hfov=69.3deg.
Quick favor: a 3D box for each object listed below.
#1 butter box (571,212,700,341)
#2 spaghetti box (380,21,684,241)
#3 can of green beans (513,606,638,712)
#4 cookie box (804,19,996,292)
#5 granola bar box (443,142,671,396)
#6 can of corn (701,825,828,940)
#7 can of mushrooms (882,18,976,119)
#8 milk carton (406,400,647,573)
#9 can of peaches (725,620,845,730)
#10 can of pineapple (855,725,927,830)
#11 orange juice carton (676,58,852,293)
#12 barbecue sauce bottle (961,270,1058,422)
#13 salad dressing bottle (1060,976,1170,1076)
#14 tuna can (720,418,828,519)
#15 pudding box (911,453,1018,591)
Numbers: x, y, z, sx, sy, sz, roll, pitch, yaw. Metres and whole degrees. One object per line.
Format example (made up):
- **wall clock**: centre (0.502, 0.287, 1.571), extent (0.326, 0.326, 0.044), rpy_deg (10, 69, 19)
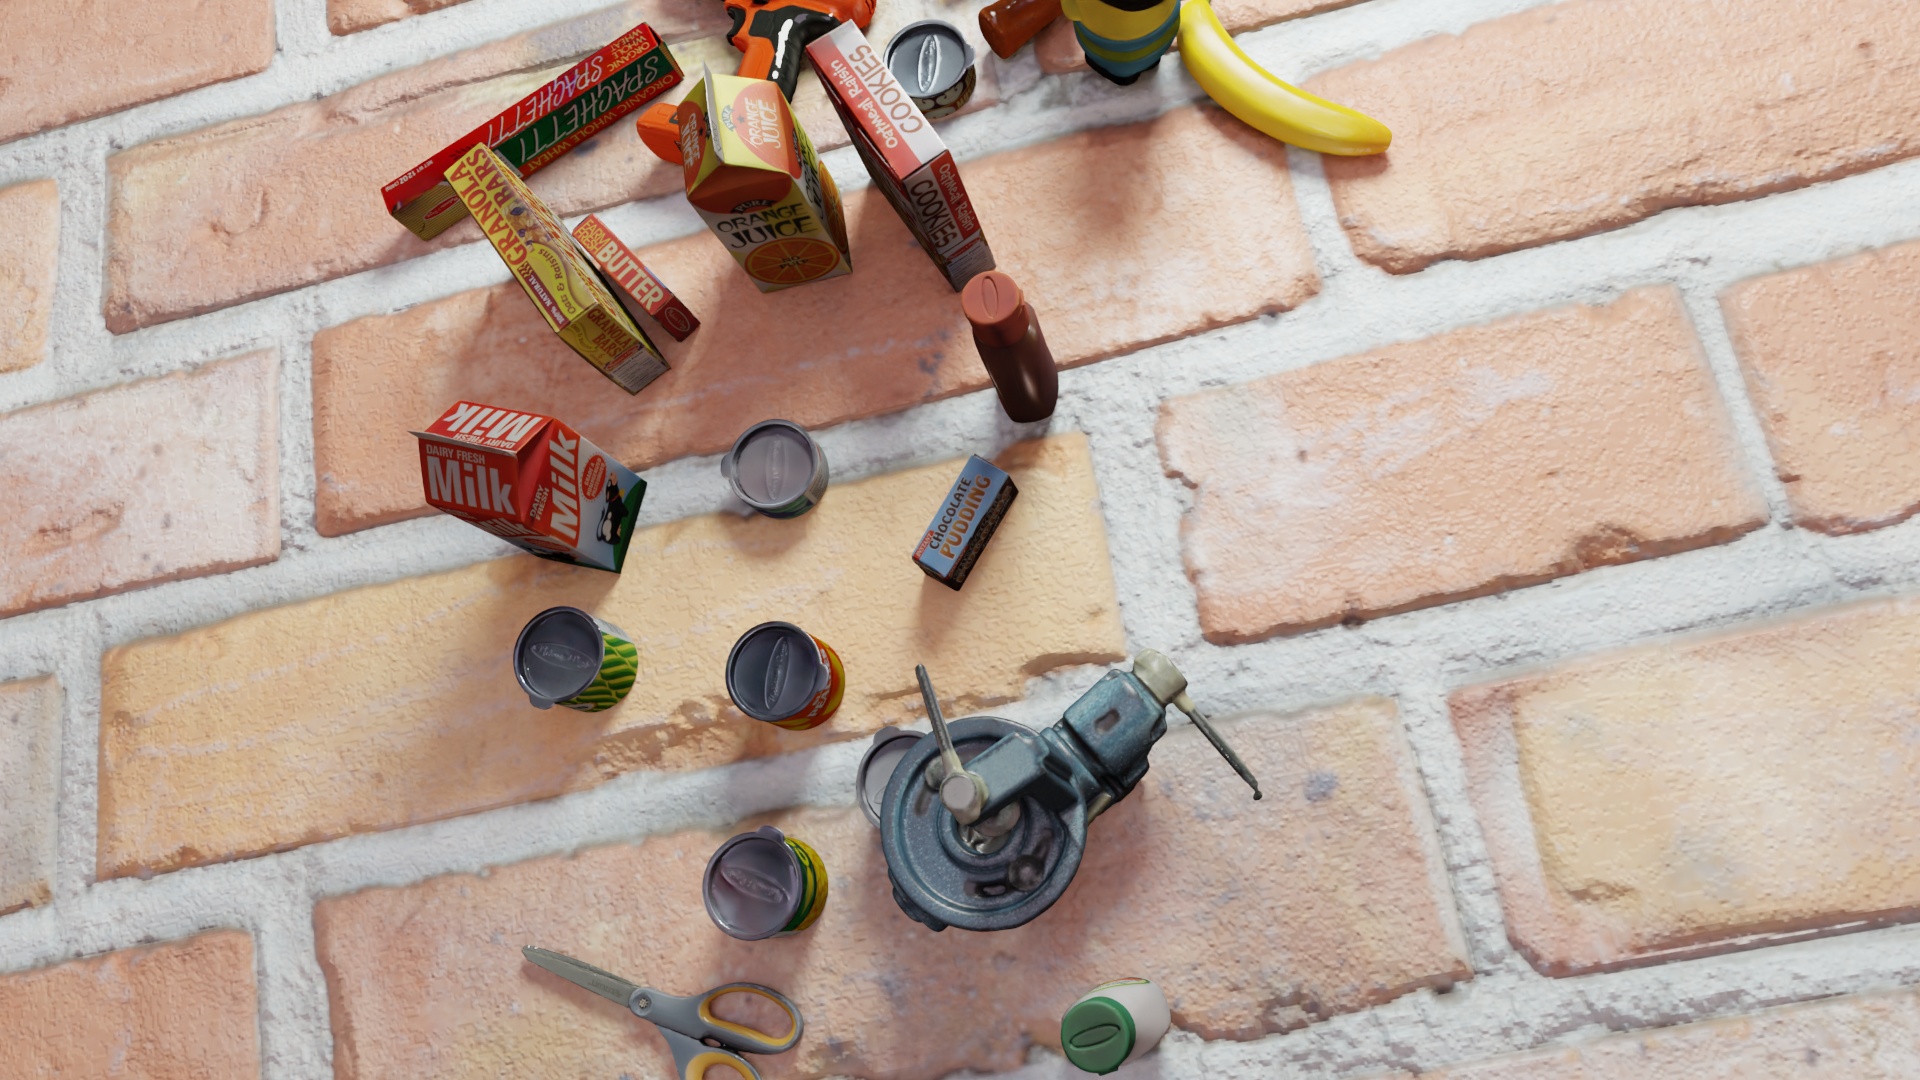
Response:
- **butter box**: centre (-0.242, -0.195, 1.034), extent (0.024, 0.053, 0.104), rpy_deg (-44, 71, -2)
- **spaghetti box**: centre (-0.333, -0.319, 1.089), extent (0.250, 0.050, 0.029), rpy_deg (-32, 71, 2)
- **can of green beans**: centre (-0.265, 0.083, 0.960), extent (0.071, 0.057, 0.071), rpy_deg (-3, 75, 11)
- **cookie box**: centre (-0.038, -0.257, 0.948), extent (0.040, 0.167, 0.123), rpy_deg (-35, 71, 1)
- **granola bar box**: centre (-0.291, -0.193, 1.006), extent (0.039, 0.124, 0.166), rpy_deg (-38, 71, 0)
- **can of corn**: centre (-0.123, 0.220, 0.893), extent (0.071, 0.058, 0.071), rpy_deg (-3, 75, 11)
- **can of mushrooms**: centre (-0.020, -0.353, 1.042), extent (0.071, 0.033, 0.071), rpy_deg (-3, 75, 11)
- **milk carton**: centre (-0.287, -0.038, 0.928), extent (0.072, 0.190, 0.073), rpy_deg (10, 78, 14)
- **can of peaches**: centre (-0.113, 0.092, 0.926), extent (0.071, 0.058, 0.071), rpy_deg (-3, 75, 11)
- **can of pineapple**: centre (-0.028, 0.156, 0.891), extent (0.071, 0.057, 0.071), rpy_deg (-3, 75, 11)
- **orange juice carton**: centre (-0.138, -0.247, 0.953), extent (0.073, 0.192, 0.072), rpy_deg (-12, 73, 9)
- **barbecue sauce bottle**: centre (0.033, -0.129, 0.909), extent (0.043, 0.148, 0.065), rpy_deg (-9, 74, 9)
- **salad dressing bottle**: centre (0.085, 0.275, 0.788), extent (0.064, 0.147, 0.044), rpy_deg (-20, 72, 6)
- **tuna can**: centre (-0.131, -0.050, 0.982), extent (0.071, 0.032, 0.071), rpy_deg (-3, 75, 11)
- **pudding box**: centre (0.003, -0.012, 0.935), extent (0.030, 0.049, 0.084), rpy_deg (29, 83, 17)
